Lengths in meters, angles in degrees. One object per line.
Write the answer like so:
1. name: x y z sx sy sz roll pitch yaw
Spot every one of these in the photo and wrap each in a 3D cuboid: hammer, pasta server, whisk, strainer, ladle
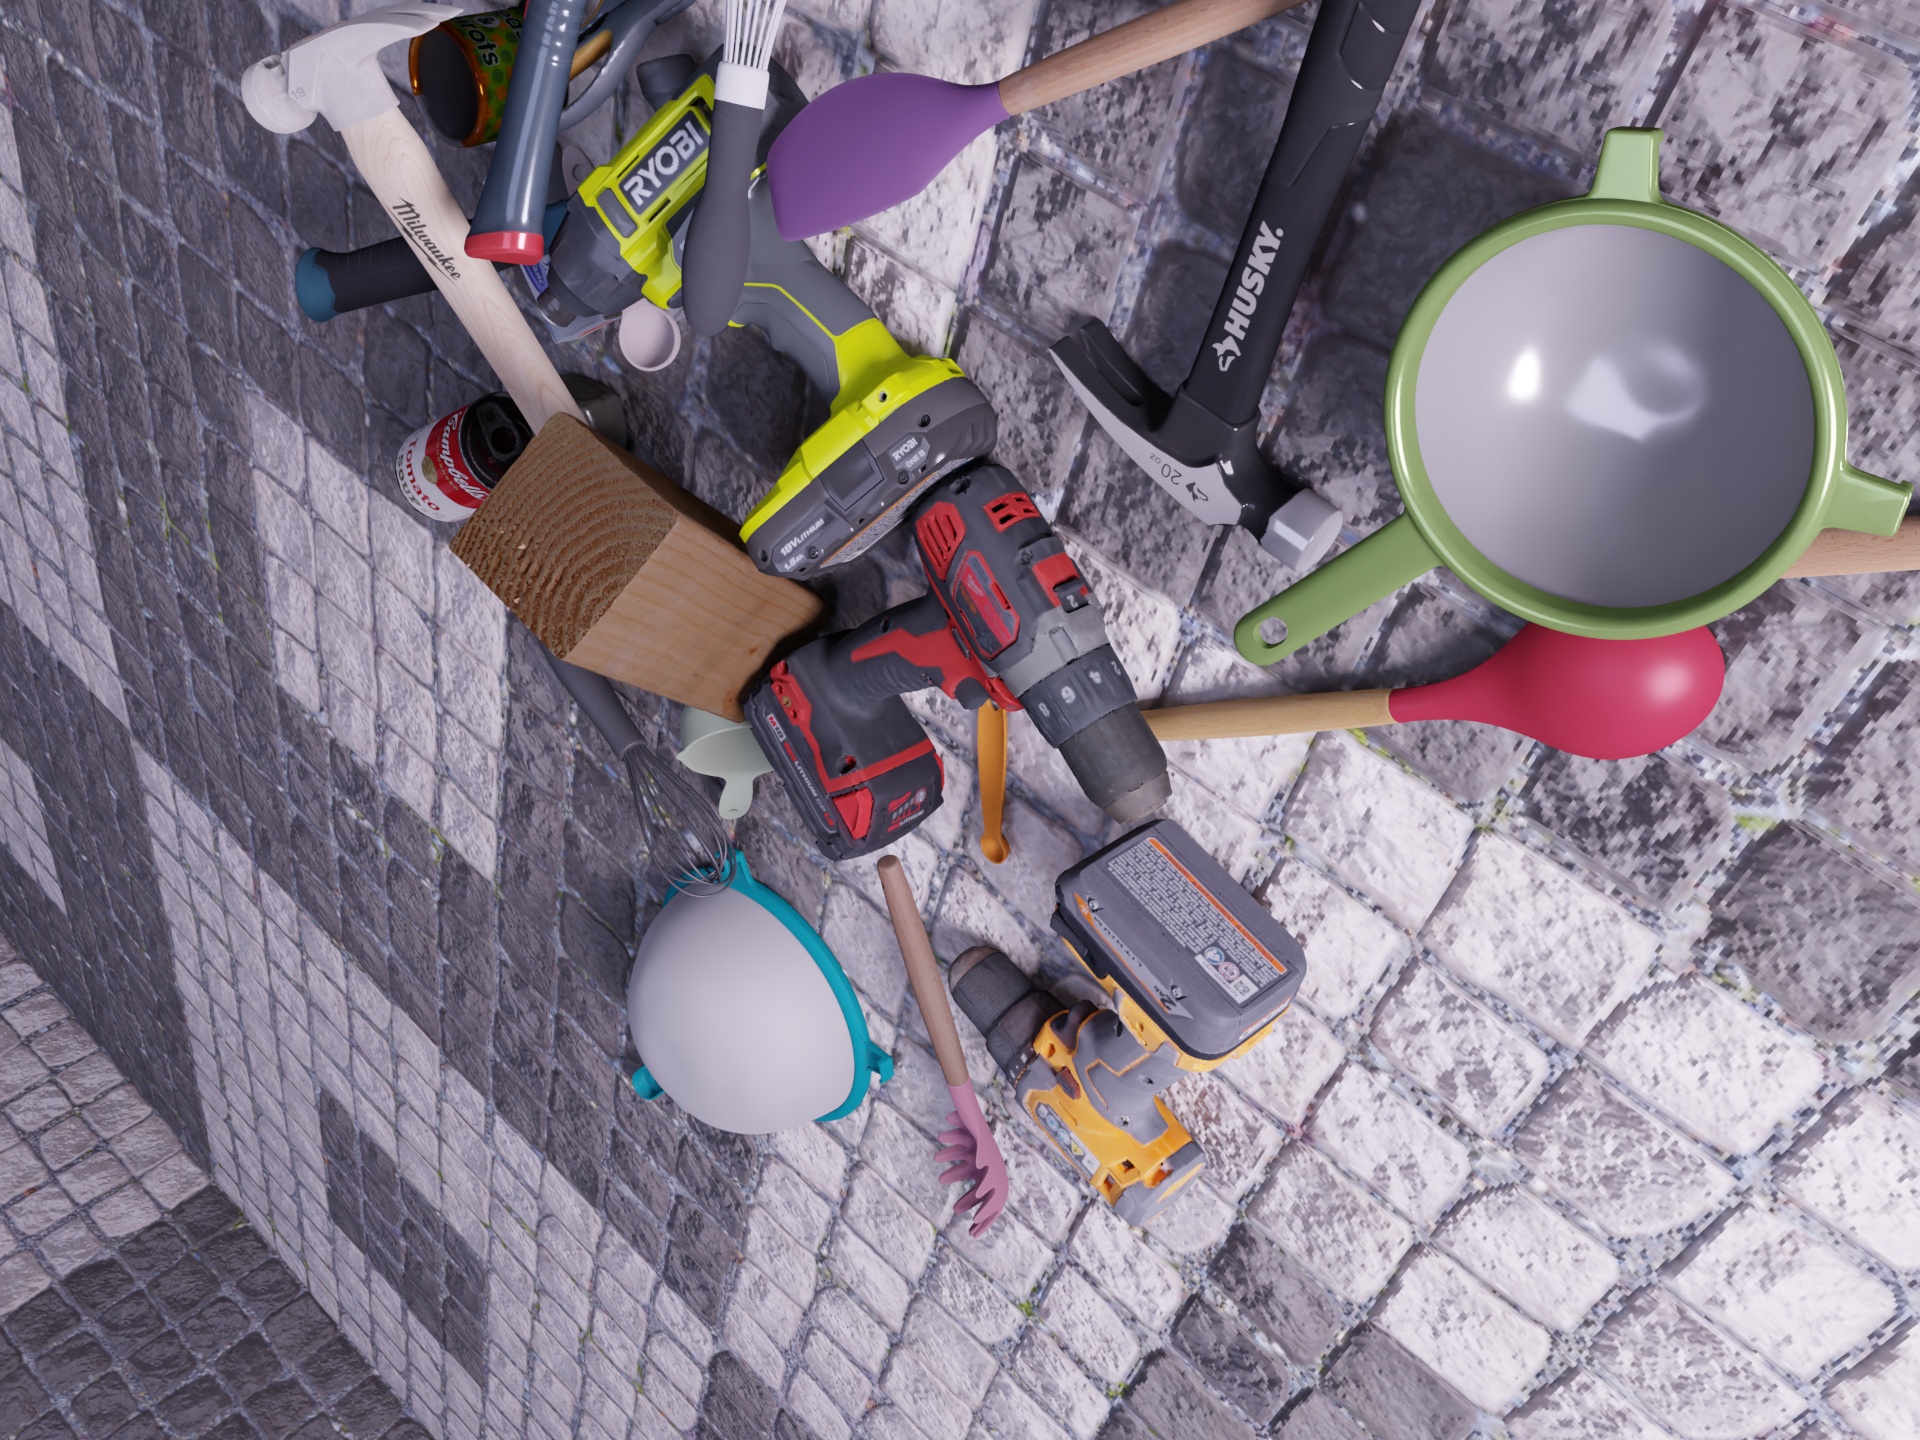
1. hammer: -0.264 -0.273 0.904 0.331 0.033 0.128 -2 113 32
2. pasta server: -0.014 0.204 0.968 0.060 0.040 0.316 47 157 50
3. whisk: -0.090 -0.309 0.688 0.070 0.070 0.284 26 114 31
4. strainer: 0.201 -0.089 0.587 0.151 0.069 0.256 55 141 1
5. ladle: 0.171 -0.006 0.703 0.315 0.031 0.069 -6 110 48
6. hammer: 0.124 -0.210 0.578 0.146 0.035 0.334 40 145 19
7. hammer: -0.169 -0.386 0.701 0.143 0.038 0.386 54 132 35
8. whisk: -0.227 0.021 1.085 0.239 0.055 0.055 53 140 17
9. hammer: -0.234 -0.189 0.896 0.146 0.038 0.410 -2 129 35
10. strainer: -0.201 0.244 1.173 0.211 0.095 0.340 53 138 4

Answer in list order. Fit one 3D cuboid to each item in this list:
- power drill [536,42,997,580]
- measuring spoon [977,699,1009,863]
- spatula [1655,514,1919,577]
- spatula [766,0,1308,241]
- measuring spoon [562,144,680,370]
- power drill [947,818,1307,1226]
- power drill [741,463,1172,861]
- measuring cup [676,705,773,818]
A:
1. power drill: -0.100 -0.187 0.782 0.171 0.080 0.223 -36 87 24
2. measuring spoon: 0.021 0.029 0.886 0.021 0.011 0.116 23 126 38
3. spatula: 0.315 -0.056 0.514 0.317 0.044 0.082 0 114 46
4. spatula: 0.040 -0.260 0.634 0.316 0.018 0.060 -7 94 36
5. measuring spoon: -0.179 -0.244 0.839 0.034 0.018 0.124 -21 94 22
6. power drill: 0.075 0.151 0.857 0.185 0.084 0.226 46 144 25
7. power drill: -0.001 -0.003 0.829 0.226 0.080 0.188 -37 82 46
8. measuring cup: -0.142 0.021 1.011 0.167 0.083 0.038 116 147 -65
